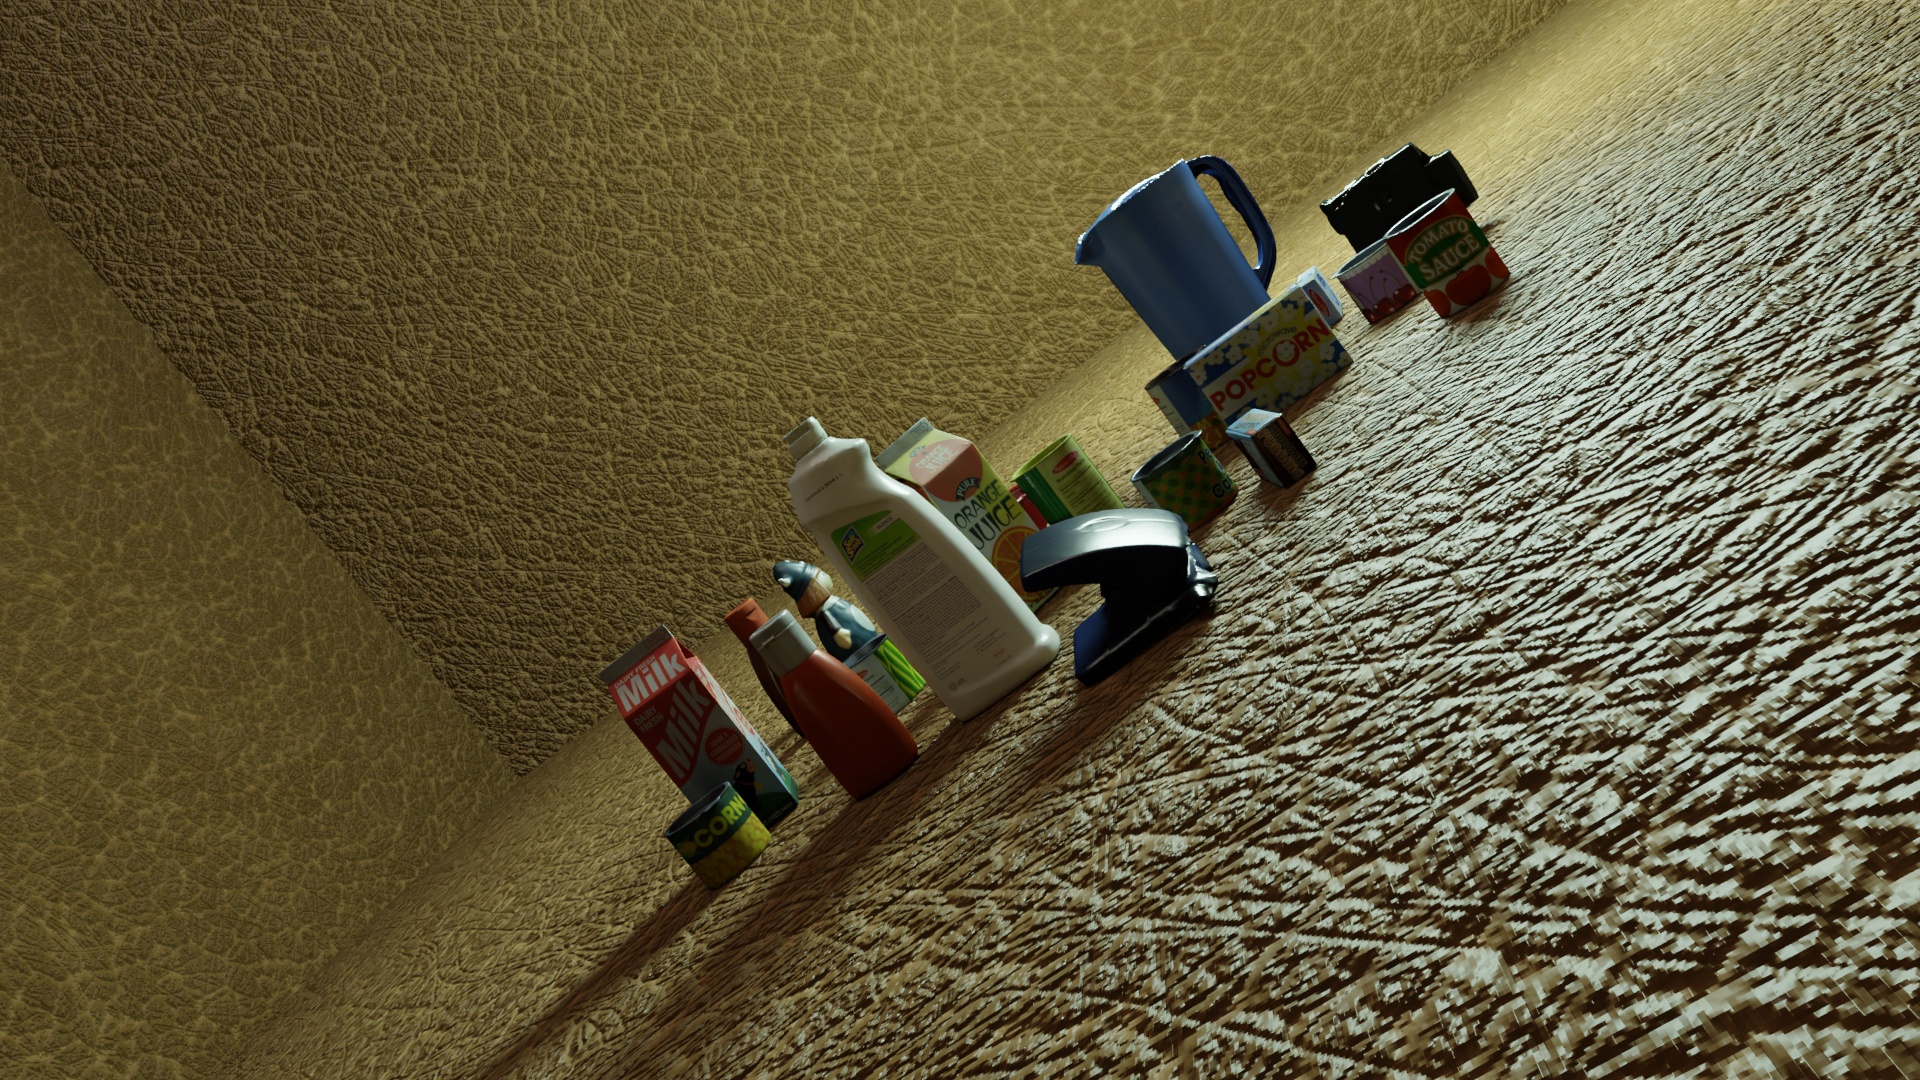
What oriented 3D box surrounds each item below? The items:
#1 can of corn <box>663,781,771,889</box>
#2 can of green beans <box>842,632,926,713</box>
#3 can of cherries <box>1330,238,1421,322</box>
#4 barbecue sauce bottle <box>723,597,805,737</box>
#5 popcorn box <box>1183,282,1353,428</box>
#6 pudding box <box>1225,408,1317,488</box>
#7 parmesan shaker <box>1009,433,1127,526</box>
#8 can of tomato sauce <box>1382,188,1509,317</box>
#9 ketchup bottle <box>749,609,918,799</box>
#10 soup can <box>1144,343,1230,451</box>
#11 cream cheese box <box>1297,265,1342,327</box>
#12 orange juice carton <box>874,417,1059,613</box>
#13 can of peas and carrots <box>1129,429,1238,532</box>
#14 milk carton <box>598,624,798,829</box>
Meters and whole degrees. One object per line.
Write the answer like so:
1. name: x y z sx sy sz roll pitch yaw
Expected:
1. can of corn: -0.195 0.239 1.124 0.071 0.058 0.071 -37 7 5
2. can of green beans: -0.073 0.125 1.261 0.071 0.058 0.071 -37 7 5
3. can of cherries: 0.401 -0.249 1.330 0.071 0.058 0.071 -37 7 5
4. barbecue sauce bottle: -0.183 0.127 1.422 0.065 0.148 0.043 -43 8 -37
5. popcorn box: 0.278 -0.162 1.261 0.126 0.085 0.038 -36 7 13
6. pudding box: 0.232 -0.070 1.041 0.030 0.049 0.084 -37 7 3
7. parmesan shaker: 0.101 -0.034 1.241 0.071 0.103 0.071 -37 7 5
8. can of tomato sauce: 0.399 -0.235 1.140 0.071 0.083 0.071 -37 7 5
9. ketchup bottle: -0.099 0.120 1.044 0.064 0.148 0.044 -36 7 15
10. soup can: 0.229 -0.133 1.327 0.071 0.083 0.071 -37 7 5
11. cream cheese box: 0.390 -0.264 1.506 0.024 0.053 0.104 -35 7 22
12. orange juice carton: 0.004 -0.015 1.232 0.072 0.192 0.072 -42 8 -32
13. can of peas and carrots: 0.180 -0.046 1.105 0.071 0.058 0.071 -37 7 5
14. milk carton: -0.223 0.167 1.189 0.072 0.190 0.073 -38 7 -4
